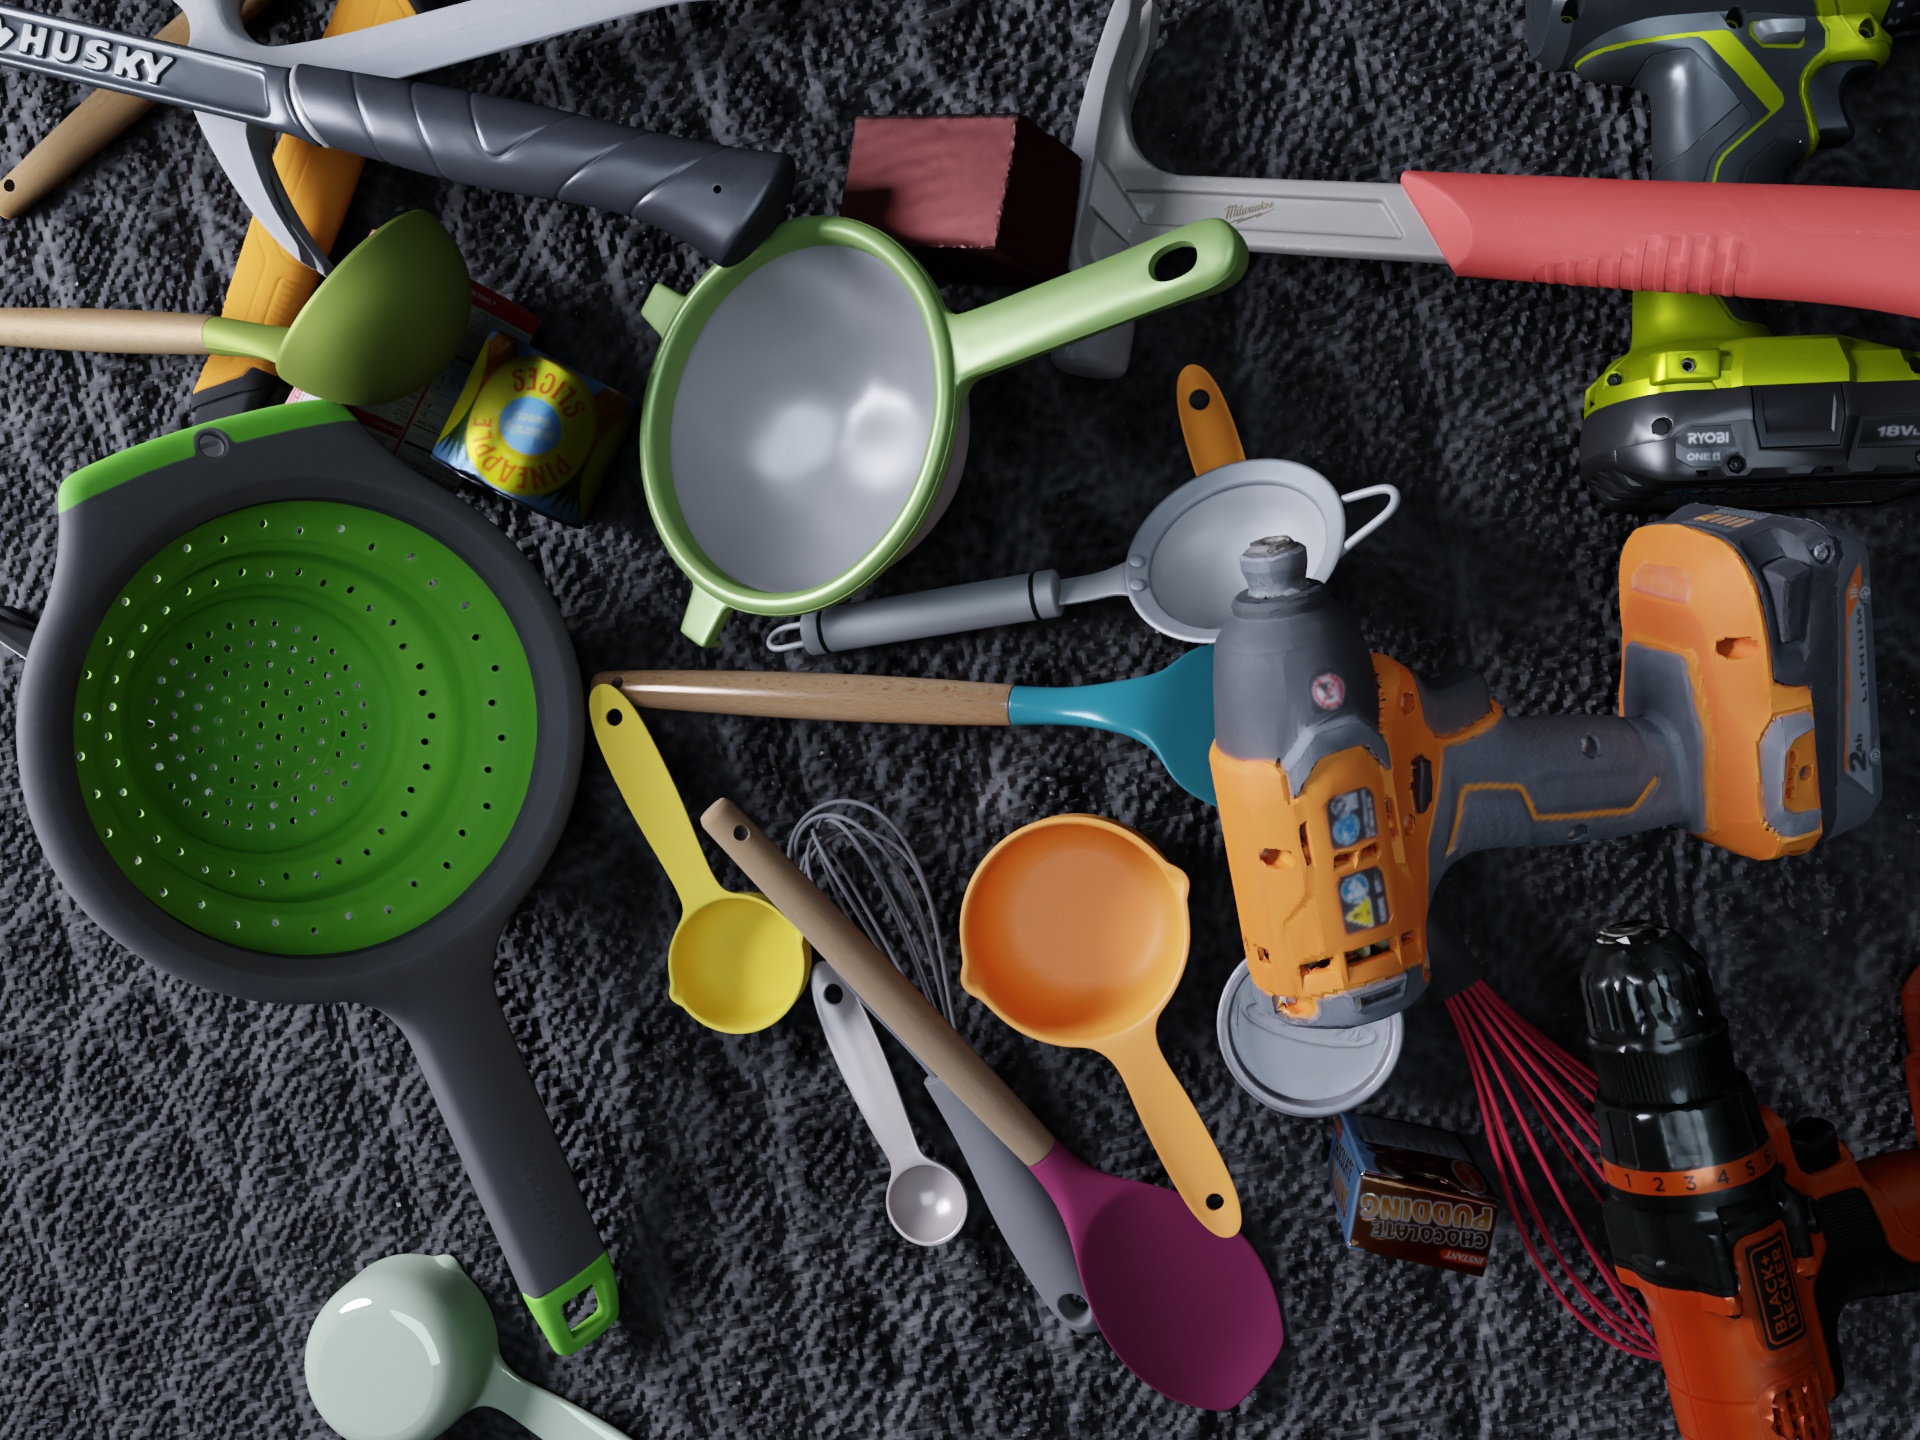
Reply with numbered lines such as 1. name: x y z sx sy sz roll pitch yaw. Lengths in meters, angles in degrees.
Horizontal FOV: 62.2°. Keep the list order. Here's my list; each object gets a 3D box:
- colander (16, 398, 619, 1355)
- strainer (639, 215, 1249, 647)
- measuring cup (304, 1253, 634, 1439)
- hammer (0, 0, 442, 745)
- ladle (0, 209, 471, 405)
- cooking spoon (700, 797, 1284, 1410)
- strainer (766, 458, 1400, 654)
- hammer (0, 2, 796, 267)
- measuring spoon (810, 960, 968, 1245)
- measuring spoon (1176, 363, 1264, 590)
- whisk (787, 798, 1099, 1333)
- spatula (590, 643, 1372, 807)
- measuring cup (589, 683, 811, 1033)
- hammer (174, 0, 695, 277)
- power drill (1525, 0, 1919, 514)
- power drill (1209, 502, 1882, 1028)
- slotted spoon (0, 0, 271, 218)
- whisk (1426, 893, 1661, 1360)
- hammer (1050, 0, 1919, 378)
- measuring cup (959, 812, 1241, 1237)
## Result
1. colander: -0.236 0.077 0.643 0.094 0.204 0.397 1 114 50
2. strainer: -0.005 -0.124 0.594 0.256 0.069 0.151 -14 79 30
3. measuring cup: -0.199 0.289 0.667 0.167 0.038 0.083 25 94 9
4. hammer: -0.308 -0.166 0.679 0.127 0.034 0.337 24 94 6
5. ladle: -0.312 -0.161 0.619 0.320 0.062 0.078 10 48 30
6. cooking spoon: 0.014 0.148 0.611 0.069 0.017 0.318 -45 100 -15
7. strainer: 0.042 -0.051 0.624 0.258 0.050 0.087 -8 53 17
8. hammer: -0.261 -0.241 0.600 0.409 0.036 0.149 14 94 4
9. measuring spoon: -0.031 0.156 0.658 0.034 0.018 0.124 -28 80 12
10. measuring spoon: 0.109 -0.087 0.637 0.021 0.011 0.117 -18 85 13
11. whisk: -0.001 0.140 0.638 0.055 0.055 0.239 -28 91 7
12. spatula: -0.001 -0.002 0.629 0.317 0.044 0.082 4 74 18
13. measuring cup: -0.112 0.055 0.660 0.062 0.029 0.156 -28 85 7
14. hammer: -0.108 -0.290 0.630 0.405 0.035 0.144 -14 92 2
15. power drill: 0.310 -0.196 0.574 0.190 0.080 0.228 -1 88 9
16. power drill: 0.192 -0.004 0.544 0.226 0.084 0.164 -17 107 -11
17. slotted spoon: -0.301 -0.318 0.680 0.314 0.031 0.070 -36 86 9
18. whisk: 0.201 0.118 0.604 0.073 0.073 0.296 -33 81 7
19. hammer: 0.201 -0.178 0.547 0.359 0.036 0.149 13 95 29
20. measuring cup: 0.065 0.117 0.624 0.095 0.052 0.173 -28 89 7
